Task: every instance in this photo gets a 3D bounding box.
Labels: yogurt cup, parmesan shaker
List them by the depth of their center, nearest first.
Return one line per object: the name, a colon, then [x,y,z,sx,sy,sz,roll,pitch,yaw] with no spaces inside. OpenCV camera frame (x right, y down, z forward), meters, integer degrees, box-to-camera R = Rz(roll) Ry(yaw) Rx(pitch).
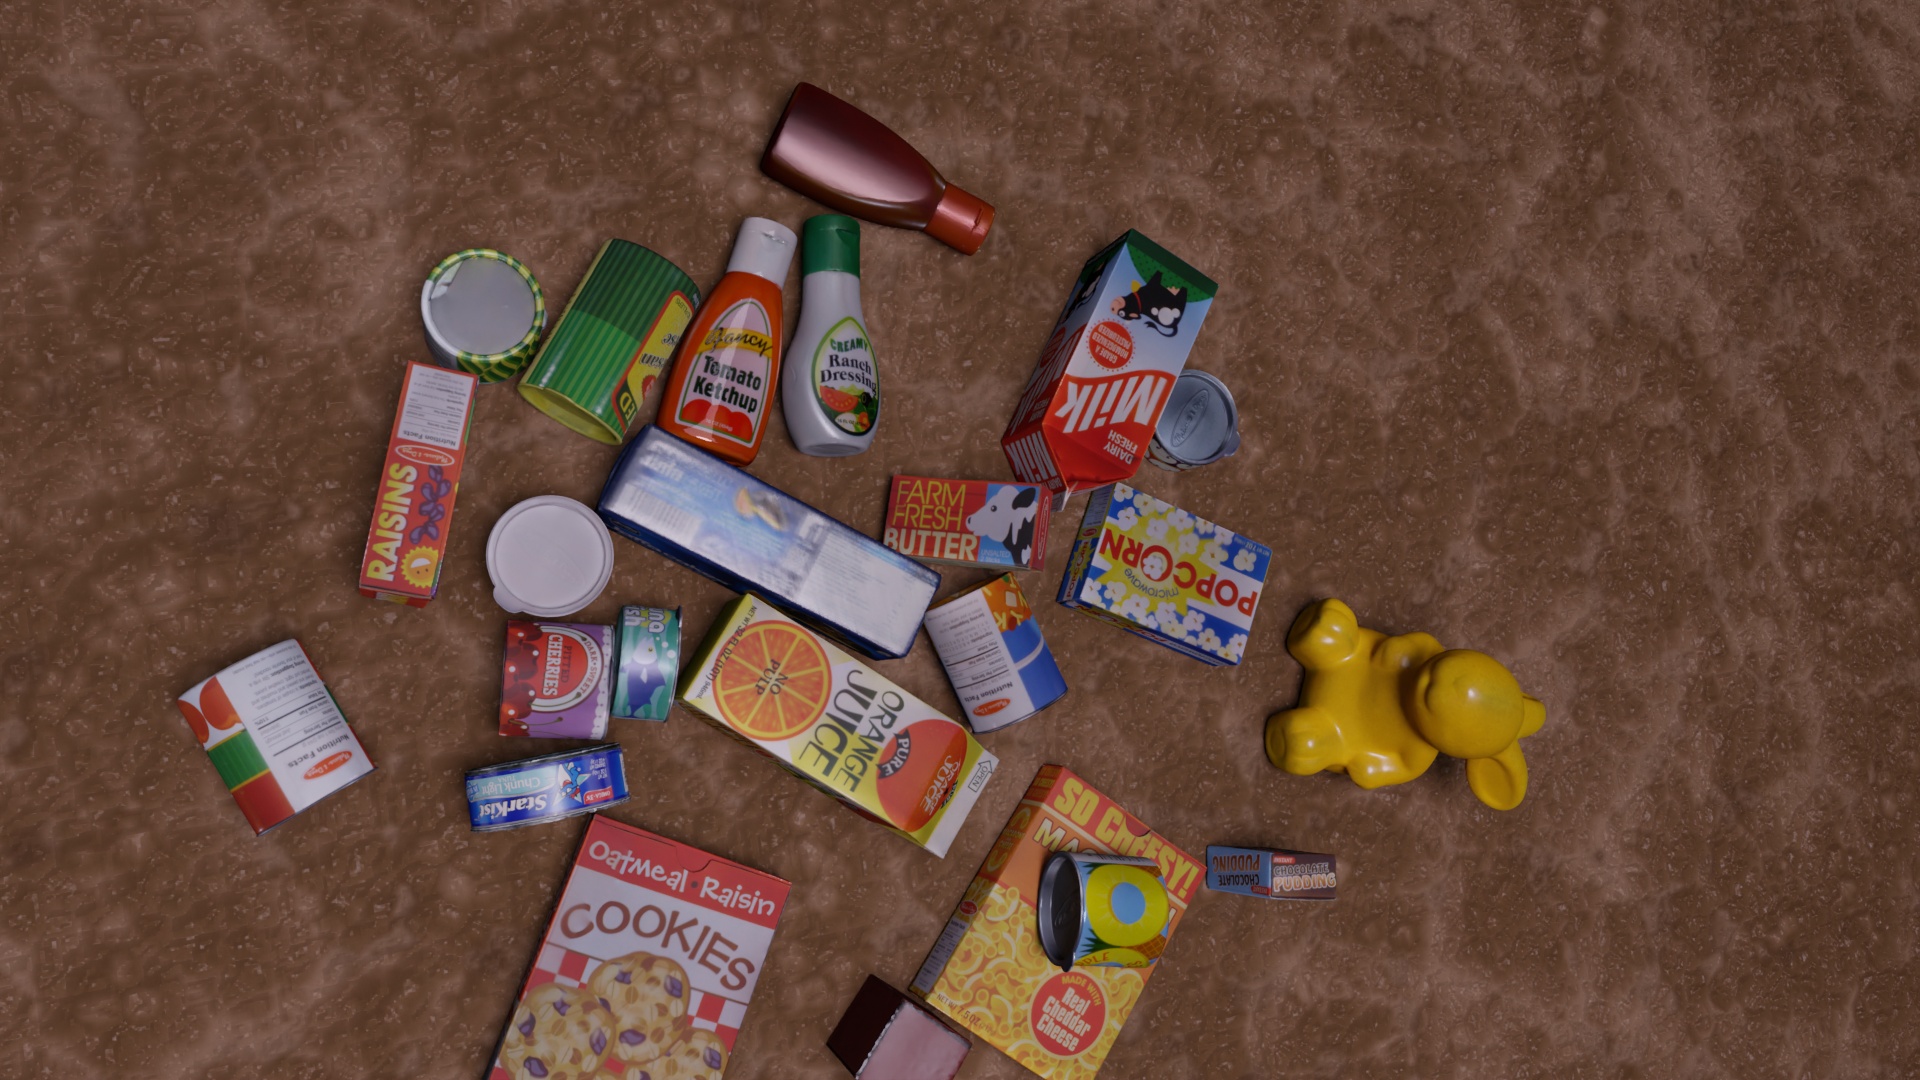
yogurt cup: [-0.235,0.011,0.794,0.072,0.054,0.072,2,83,-19]
parmesan shaker: [-0.203,-0.117,0.811,0.071,0.071,0.103,30,75,-14]

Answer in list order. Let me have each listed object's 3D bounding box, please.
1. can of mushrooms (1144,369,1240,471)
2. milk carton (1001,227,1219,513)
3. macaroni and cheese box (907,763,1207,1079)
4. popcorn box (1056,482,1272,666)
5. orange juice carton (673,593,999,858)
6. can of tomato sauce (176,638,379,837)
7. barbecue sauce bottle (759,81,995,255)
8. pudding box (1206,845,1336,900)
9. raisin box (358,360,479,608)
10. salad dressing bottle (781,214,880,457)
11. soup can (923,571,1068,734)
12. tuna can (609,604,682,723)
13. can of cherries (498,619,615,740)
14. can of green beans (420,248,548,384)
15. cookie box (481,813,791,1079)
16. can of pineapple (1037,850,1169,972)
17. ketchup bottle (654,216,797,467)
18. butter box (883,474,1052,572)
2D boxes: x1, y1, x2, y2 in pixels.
can of mushrooms: [0.155,-0.080,0.952,0.071,0.033,0.071,3,82,-19]
milk carton: [0.090,-0.099,0.911,0.073,0.072,0.191,29,75,-14]
macaroni and cheese box: [0.065,0.245,0.877,0.123,0.040,0.167,37,73,-12]
popcorn box: [0.138,0.024,0.930,0.127,0.038,0.085,23,77,-15]
orange juice carton: [-0.071,0.113,0.829,0.192,0.073,0.072,33,74,-13]
can of tomato sauce: [-0.361,0.104,0.734,0.071,0.071,0.083,-31,94,-20]
barbecue sauce bottle: [-0.050,-0.232,0.894,0.148,0.043,0.065,24,77,-16]
pudding box: [0.201,0.216,0.905,0.050,0.083,0.030,5,80,-18]
raisin box: [-0.296,-0.028,0.760,0.040,0.086,0.123,13,80,-22]
salad dressing bottle: [-0.081,-0.128,0.868,0.064,0.044,0.148,6,79,-41]
soup can: [0.021,0.069,0.872,0.071,0.071,0.083,-25,92,-20]
tuna can: [-0.181,0.068,0.798,0.033,0.071,0.071,7,81,-18]
can of cherries: [-0.227,0.077,0.780,0.058,0.071,0.071,5,82,-18]
can of green beans: [-0.273,-0.128,0.795,0.071,0.057,0.071,2,83,-19]
cookie box: [-0.183,0.254,0.790,0.123,0.040,0.168,23,76,-15]
can of pineapple: [0.085,0.222,0.828,0.058,0.071,0.071,8,81,-18]
ketchup bottle: [-0.137,-0.123,0.850,0.065,0.043,0.149,19,77,-22]
butter box: [0.003,-0.011,0.864,0.103,0.024,0.053,5,81,23]
